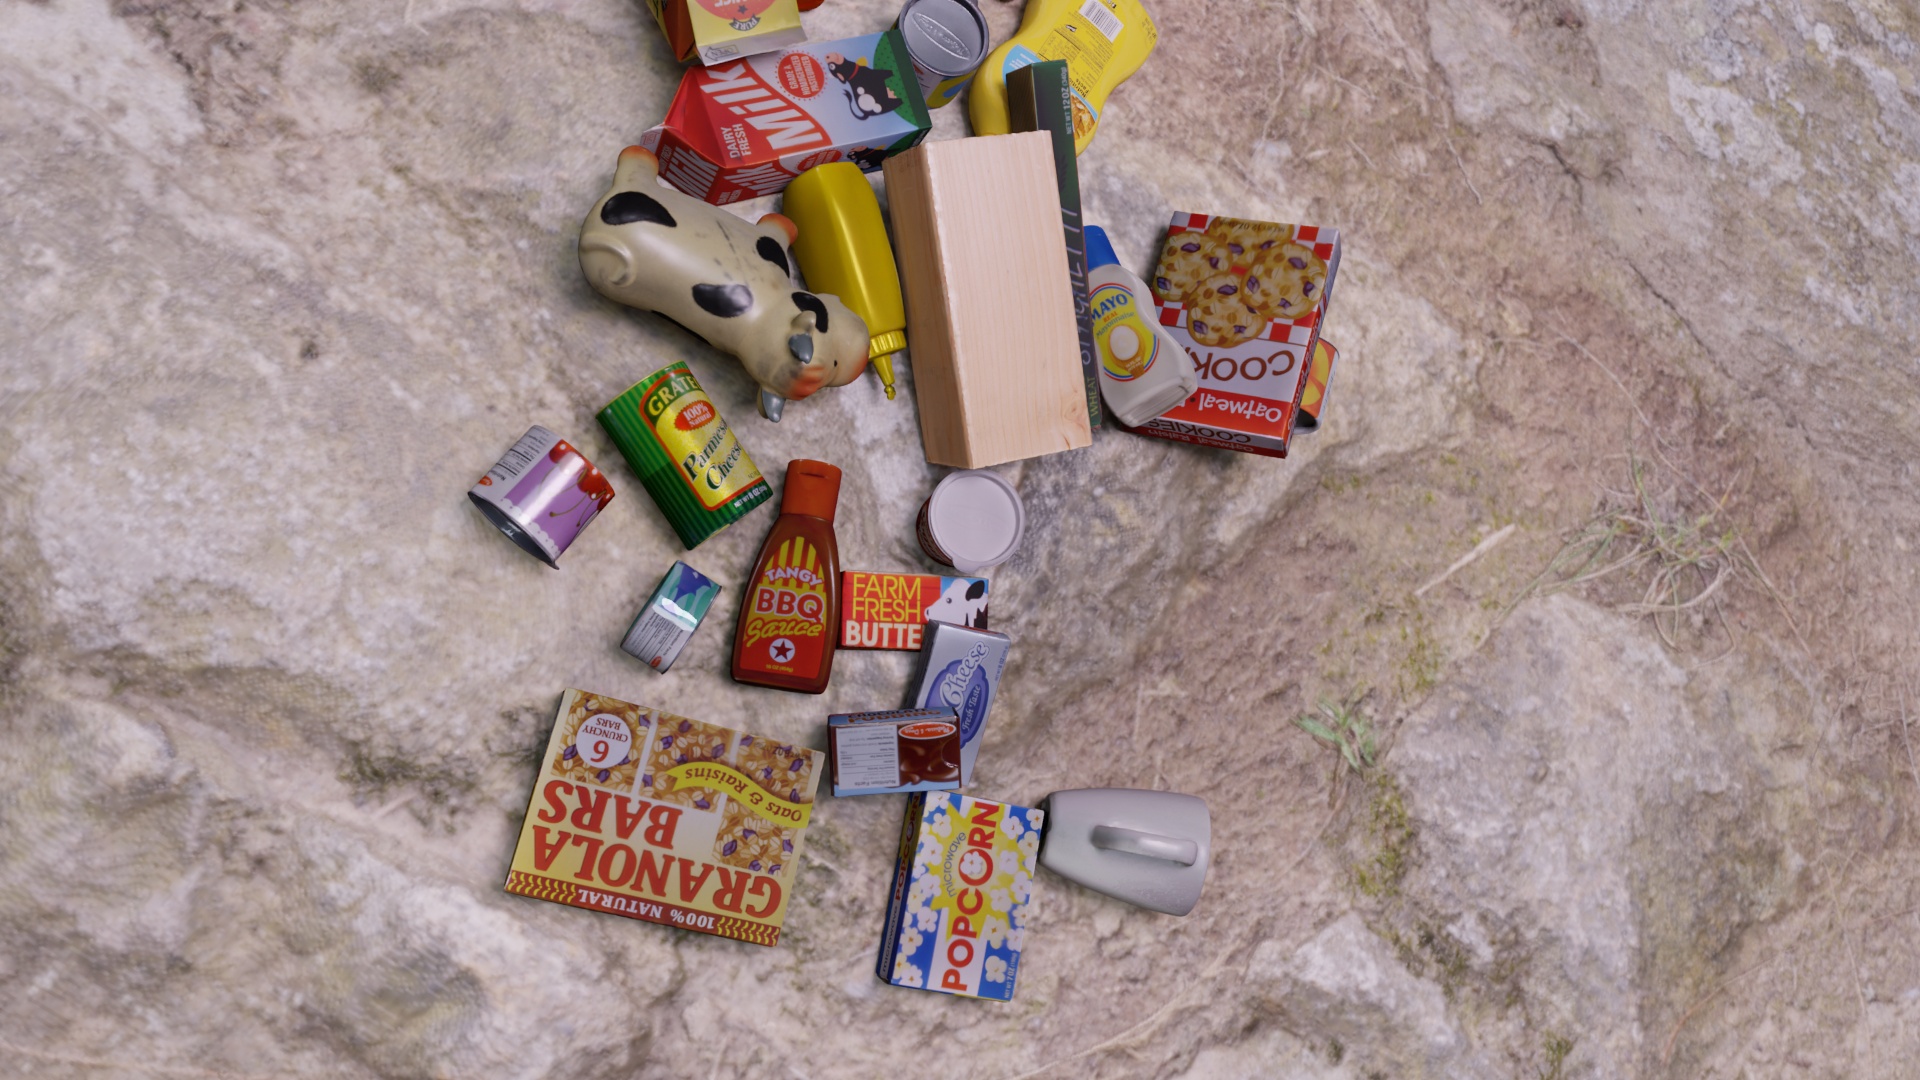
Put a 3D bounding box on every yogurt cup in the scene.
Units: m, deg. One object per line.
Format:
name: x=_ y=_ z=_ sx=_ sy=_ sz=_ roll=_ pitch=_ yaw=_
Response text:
yogurt cup: x=0.003 y=-0.012 z=0.940 sx=0.072 sy=0.054 sz=0.072 roll=3 pitch=81 yaw=-19

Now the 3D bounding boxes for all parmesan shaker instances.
parmesan shaker: x=-0.172 y=-0.055 z=0.880 sx=0.071 sy=0.071 sz=0.103 roll=-36 pitch=95 yaw=-20

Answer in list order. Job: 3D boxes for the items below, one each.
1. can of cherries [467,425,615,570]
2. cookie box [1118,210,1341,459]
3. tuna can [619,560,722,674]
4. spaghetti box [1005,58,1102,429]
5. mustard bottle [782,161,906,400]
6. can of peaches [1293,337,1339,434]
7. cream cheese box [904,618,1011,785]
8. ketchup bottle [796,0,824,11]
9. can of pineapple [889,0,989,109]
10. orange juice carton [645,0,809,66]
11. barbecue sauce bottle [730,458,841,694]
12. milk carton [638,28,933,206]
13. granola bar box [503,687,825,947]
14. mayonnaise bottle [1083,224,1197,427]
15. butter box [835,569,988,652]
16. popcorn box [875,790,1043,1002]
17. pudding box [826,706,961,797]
can of cherries: x=-0.253 y=-0.026 z=0.847 sx=0.071 sy=0.071 sz=0.058 roll=41 pitch=70 yaw=-9
cookie box: x=0.194 y=-0.150 z=1.004 sx=0.123 sy=0.040 sz=0.168 roll=12 pitch=75 yaw=22
tuna can: x=-0.179 y=0.046 z=0.862 sx=0.033 sy=0.071 sz=0.071 roll=34 pitch=72 yaw=-11
spaghetti box: x=0.065 y=-0.199 z=0.958 sx=0.029 sy=0.050 sz=0.249 roll=-10 pitch=102 yaw=-17
mustard bottle: x=-0.071 y=-0.171 z=0.936 sx=0.049 sy=0.065 sz=0.160 roll=-21 pitch=94 yaw=-39
can of peaches: x=0.241 y=-0.118 z=1.036 sx=0.071 sy=0.071 sz=0.058 roll=21 pitch=76 yaw=-15
cream cheese box: x=-0.007 y=0.106 z=0.918 sx=0.053 sy=0.024 sz=0.103 roll=14 pitch=96 yaw=-16
ketchup bottle: x=-0.127 y=-0.448 z=0.968 sx=0.065 sy=0.043 sz=0.149 roll=-1 pitch=82 yaw=-20
can of pineapple: x=-0.018 y=-0.348 z=0.983 sx=0.071 sy=0.057 sz=0.071 roll=3 pitch=81 yaw=-19
orange juice carton: x=-0.167 y=-0.377 z=0.891 sx=0.072 sy=0.072 sz=0.193 roll=-20 pitch=65 yaw=-21
barbecue sauce bottle: x=-0.106 y=0.023 z=0.901 sx=0.065 sy=0.043 sz=0.149 roll=9 pitch=78 yaw=-2
milk carton: x=-0.124 y=-0.278 z=0.927 sx=0.191 sy=0.072 sz=0.073 roll=-18 pitch=88 yaw=-21
granola bar box: x=-0.180 y=0.171 z=0.855 sx=0.165 sy=0.039 sz=0.124 roll=17 pitch=76 yaw=-16
mayonnaise bottle: x=0.112 y=-0.156 z=0.984 sx=0.064 sy=0.041 sz=0.148 roll=-31 pitch=64 yaw=20
butter box: x=-0.033 y=0.049 z=0.934 sx=0.104 sy=0.024 sz=0.053 roll=4 pitch=80 yaw=-19
popcorn box: x=0.000 y=0.231 z=0.910 sx=0.085 sy=0.038 sz=0.127 roll=15 pitch=77 yaw=-17
pudding box: x=-0.042 y=0.135 z=0.886 sx=0.084 sy=0.030 sz=0.049 roll=-3 pitch=97 yaw=-5
